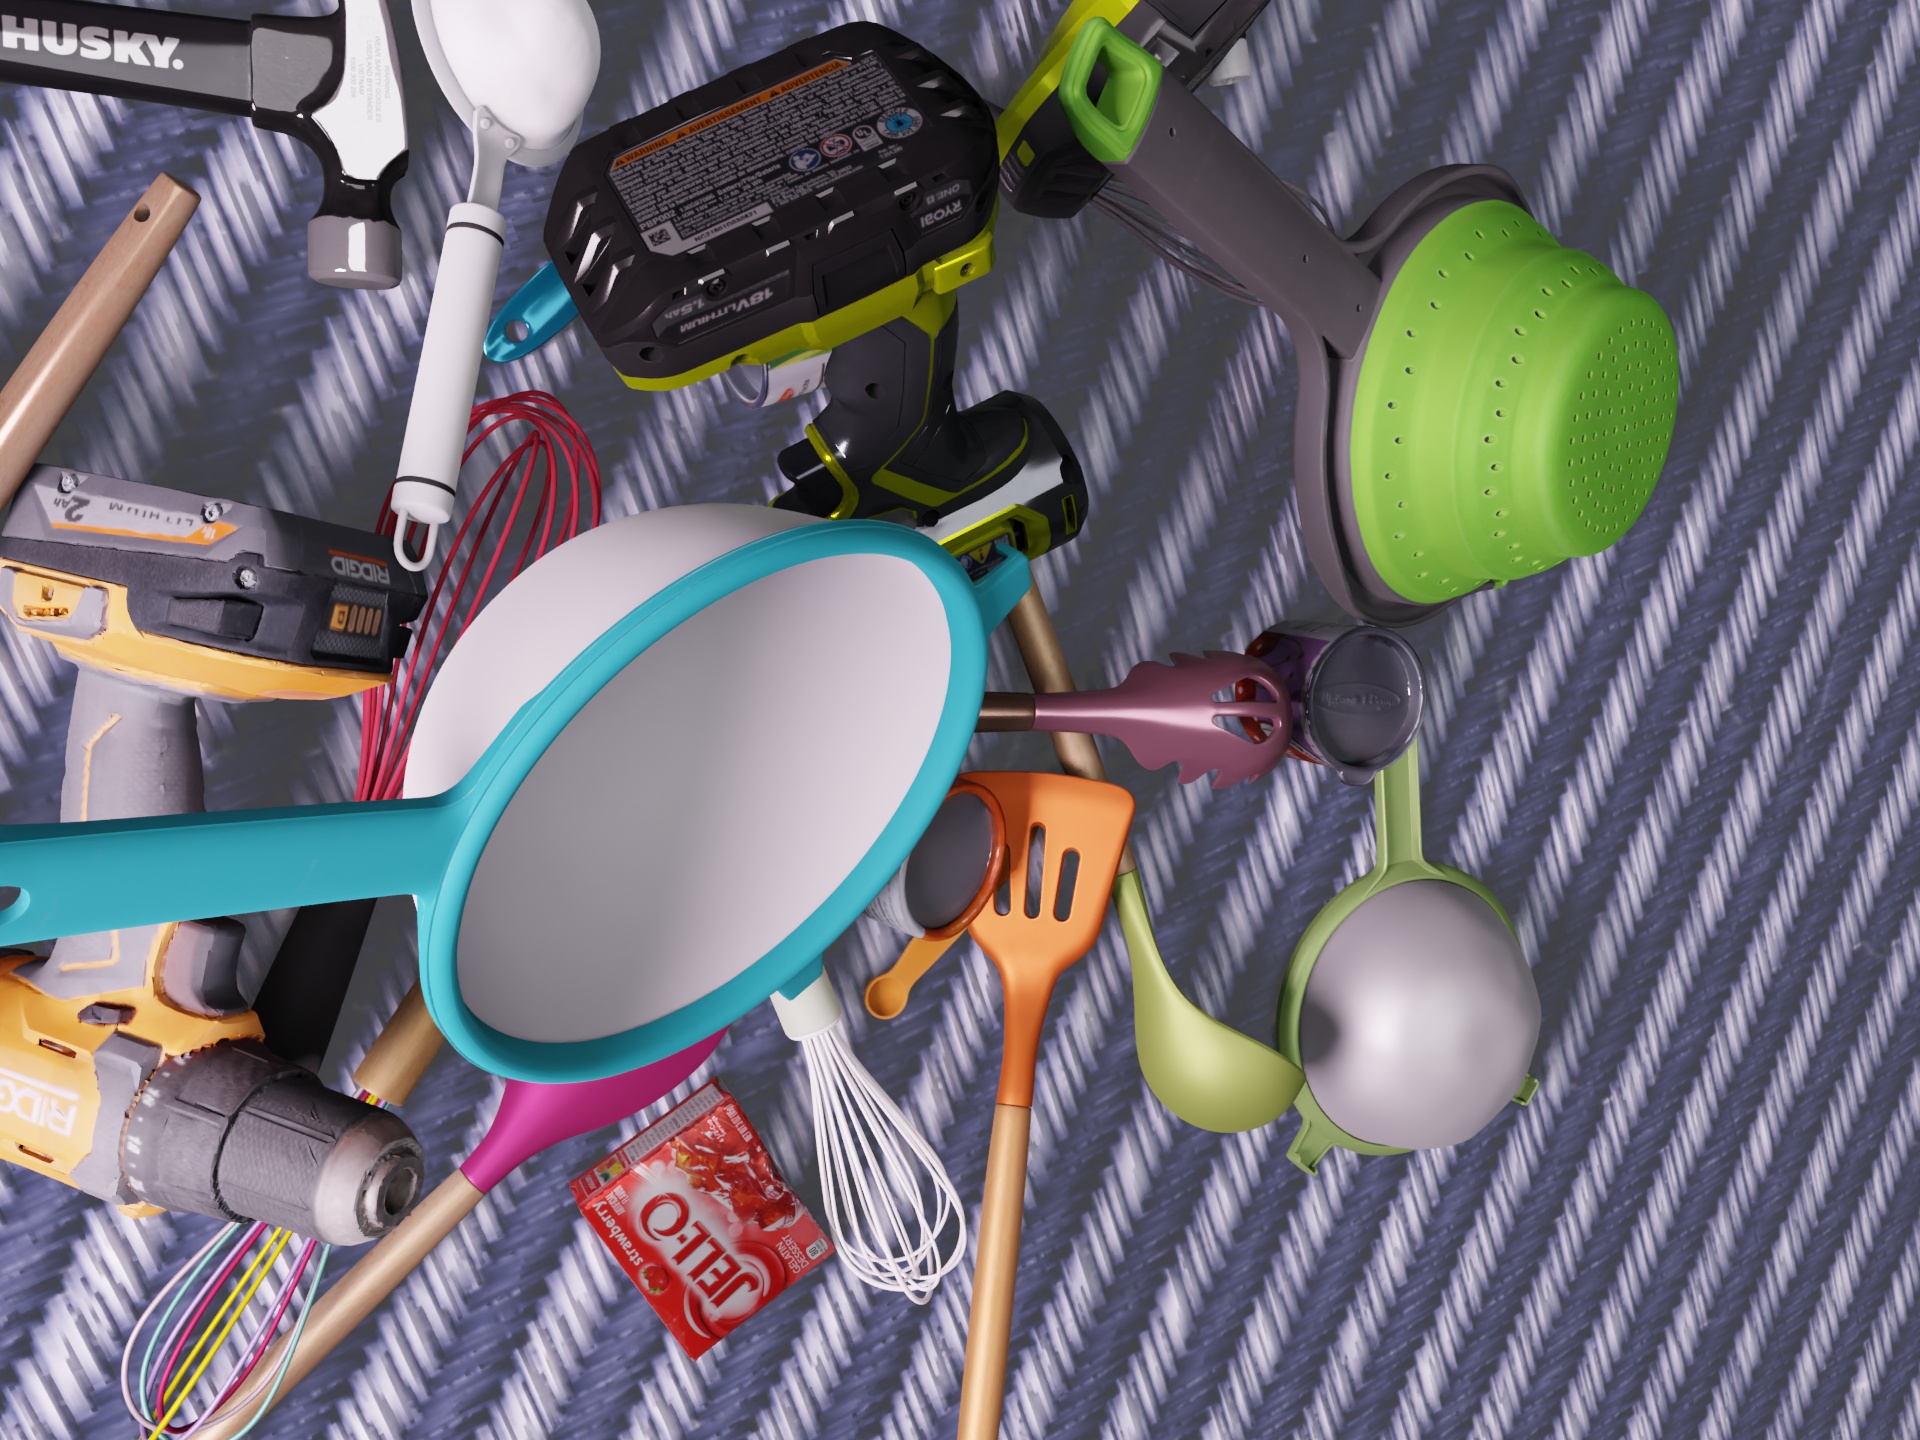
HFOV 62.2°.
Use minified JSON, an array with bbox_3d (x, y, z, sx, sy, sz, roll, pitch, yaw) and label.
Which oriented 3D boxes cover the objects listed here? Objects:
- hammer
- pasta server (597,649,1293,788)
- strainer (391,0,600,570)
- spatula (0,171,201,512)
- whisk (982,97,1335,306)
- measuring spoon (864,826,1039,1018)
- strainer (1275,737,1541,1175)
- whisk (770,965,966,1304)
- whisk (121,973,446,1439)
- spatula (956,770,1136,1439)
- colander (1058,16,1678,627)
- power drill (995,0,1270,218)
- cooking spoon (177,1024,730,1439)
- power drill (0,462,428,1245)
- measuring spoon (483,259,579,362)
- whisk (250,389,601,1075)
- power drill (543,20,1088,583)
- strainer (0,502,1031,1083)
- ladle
[{"bbox_3d":[-0.348,-0.224,0.491,0.334,0.035,0.146,-1,98,-23],"label":"hammer"},{"bbox_3d":[-0.001,-0.002,0.631,0.316,0.040,0.060,0,82,-19],"label":"pasta server"},{"bbox_3d":[-0.159,-0.173,0.537,0.086,0.050,0.258,28,65,-59],"label":"strainer"},{"bbox_3d":[-0.324,-0.034,0.487,0.060,0.018,0.316,38,96,9],"label":"spatula"},{"bbox_3d":[0.053,-0.228,0.658,0.238,0.055,0.055,15,91,-20],"label":"whisk"},{"bbox_3d":[-0.003,0.081,0.693,0.021,0.011,0.117,45,75,-22],"label":"measuring spoon"},{"bbox_3d":[0.228,0.096,0.760,0.151,0.069,0.256,-10,102,-22],"label":"strainer"},{"bbox_3d":[-0.057,0.132,0.657,0.058,0.059,0.246,-19,101,10],"label":"whisk"},{"bbox_3d":[-0.225,0.157,0.583,0.051,0.047,0.245,28,78,12],"label":"whisk"},{"bbox_3d":[0.018,0.182,0.651,0.081,0.041,0.323,5,77,8],"label":"spatula"},{"bbox_3d":[0.188,-0.152,0.625,0.396,0.095,0.204,22,89,-46],"label":"colander"},{"bbox_3d":[-0.003,-0.305,0.590,0.223,0.080,0.171,43,78,-6],"label":"power drill"},{"bbox_3d":[-0.207,0.197,0.613,0.319,0.017,0.068,-44,110,-13],"label":"cooking spoon"},{"bbox_3d":[-0.236,0.045,0.504,0.185,0.084,0.226,12,91,20],"label":"power drill"},{"bbox_3d":[-0.132,-0.181,0.603,0.128,0.021,0.042,-43,112,-3],"label":"measuring spoon"},{"bbox_3d":[-0.205,0.019,0.572,0.073,0.073,0.296,21,94,-24],"label":"whisk"},{"bbox_3d":[-0.055,-0.101,0.552,0.190,0.080,0.228,-27,150,-7],"label":"power drill"},{"bbox_3d":[-0.135,0.009,0.460,0.340,0.095,0.211,-3,127,-53],"label":"strainer"},{"bbox_3d":[0.070,0.036,0.696,0.062,0.078,0.320,-25,99,-29],"label":"ladle"}]
